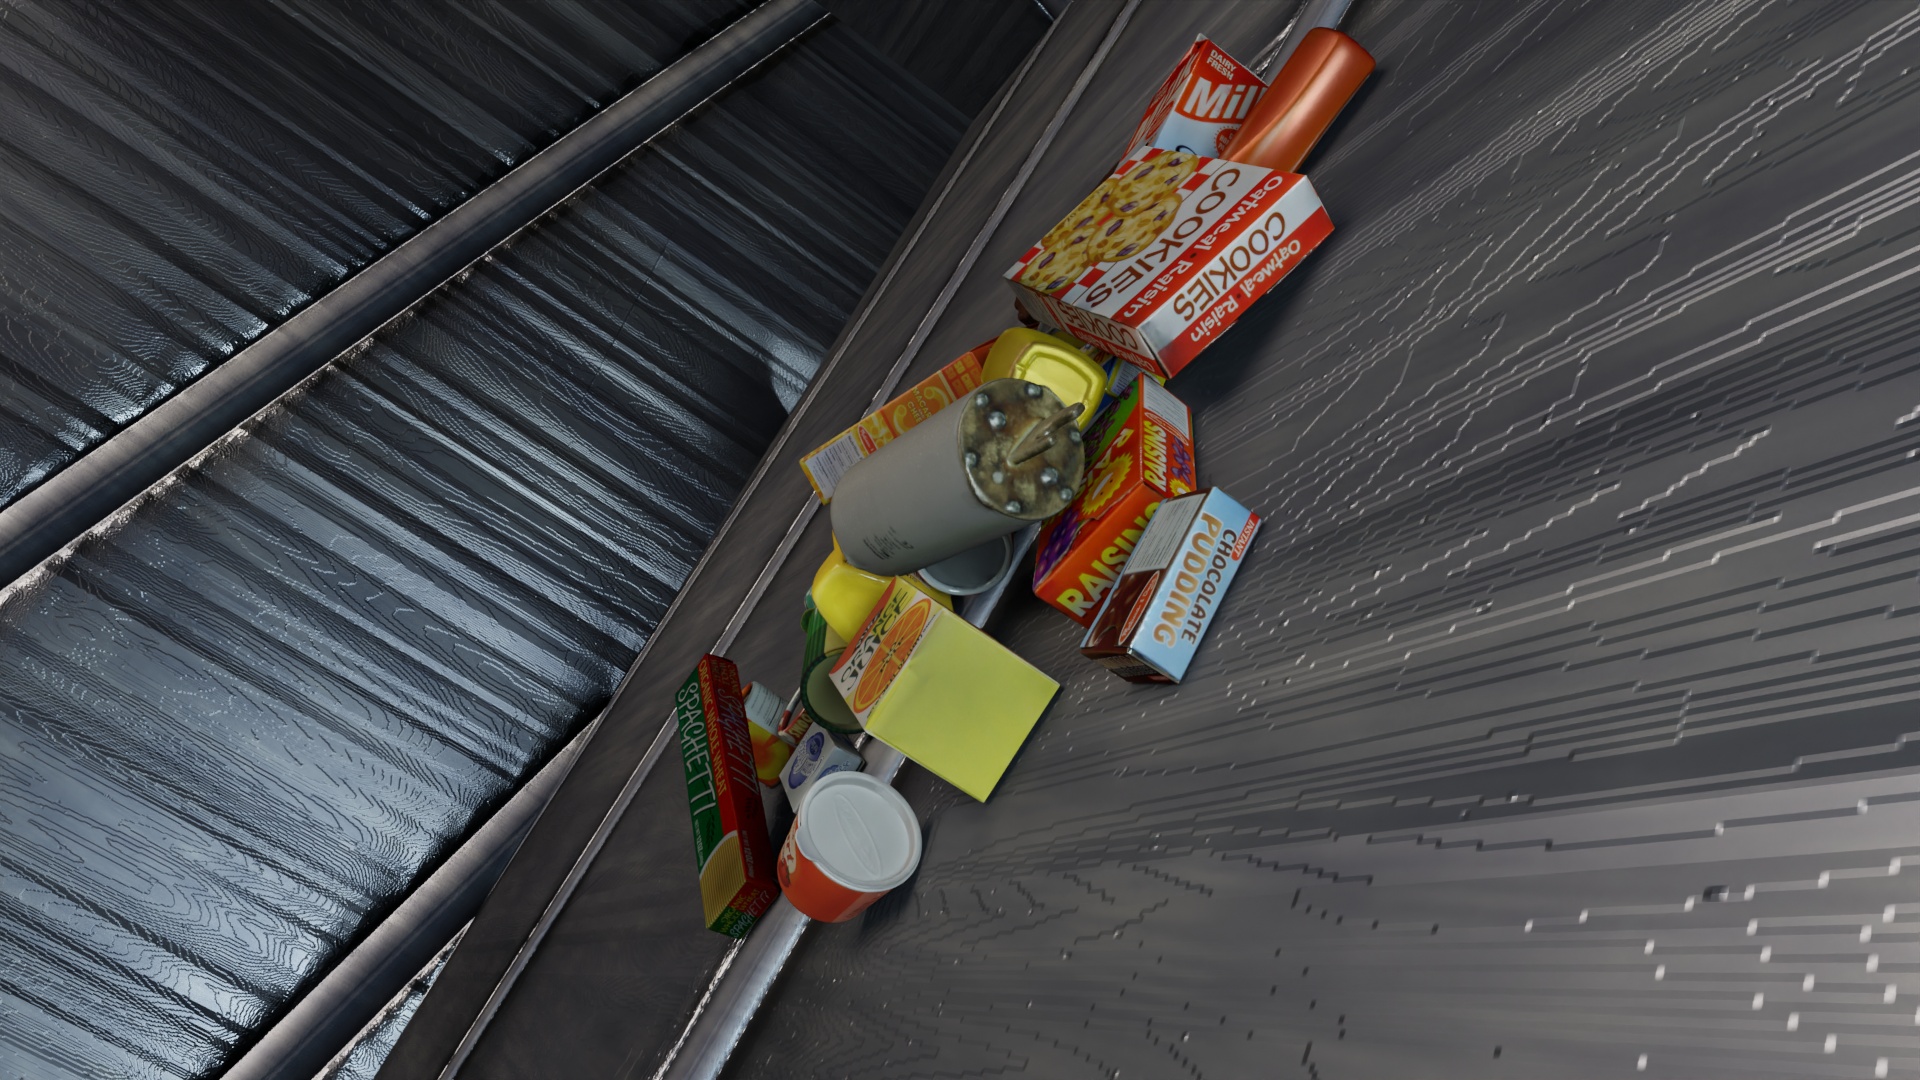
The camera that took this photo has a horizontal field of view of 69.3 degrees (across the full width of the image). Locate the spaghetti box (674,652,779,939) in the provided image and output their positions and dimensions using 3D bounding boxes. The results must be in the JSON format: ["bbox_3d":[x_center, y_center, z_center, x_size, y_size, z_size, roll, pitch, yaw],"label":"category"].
[{"bbox_3d":[-0.172,0.174,1.001,0.050,0.028,0.251,-51,32,18],"label":"spaghetti box"}]

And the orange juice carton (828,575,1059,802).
[{"bbox_3d":[-0.018,0.073,0.763,0.072,0.073,0.193,-57,12,-3],"label":"orange juice carton"}]

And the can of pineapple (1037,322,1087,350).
[{"bbox_3d":[0.094,-0.147,0.933,0.070,0.058,0.071,-52,14,18],"label":"can of pineapple"}]

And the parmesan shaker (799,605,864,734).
[{"bbox_3d":[-0.079,0.082,0.962,0.071,0.071,0.103,-53,14,14],"label":"parmesan shaker"}]

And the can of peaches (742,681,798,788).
[{"bbox_3d":[-0.159,0.155,1.102,0.071,0.058,0.071,-51,14,18],"label":"can of peaches"}]

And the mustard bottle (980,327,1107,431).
[{"bbox_3d":[0.043,-0.099,0.821,0.048,0.065,0.160,-61,11,8],"label":"mustard bottle"}]

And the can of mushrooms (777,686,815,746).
[{"bbox_3d":[-0.105,0.125,1.034,0.071,0.033,0.071,-51,13,17],"label":"can of mushrooms"}]

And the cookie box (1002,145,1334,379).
[{"bbox_3d":[0.112,-0.162,0.788,0.123,0.040,0.168,-43,31,-4],"label":"cookie box"}]

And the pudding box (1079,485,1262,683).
[{"bbox_3d":[0.090,0.020,0.600,0.084,0.030,0.049,-59,14,-15],"label":"pudding box"}]

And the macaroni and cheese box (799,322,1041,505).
[{"bbox_3d":[-0.016,-0.091,0.973,0.166,0.040,0.124,-29,2,34],"label":"macaroni and cheese box"}]

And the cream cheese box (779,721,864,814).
[{"bbox_3d":[-0.096,0.156,0.947,0.053,0.024,0.104,-58,13,-4],"label":"cream cheese box"}]

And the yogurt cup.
[{"bbox_3d":[-0.061,0.162,0.723,0.053,0.072,0.073,-56,10,40],"label":"yogurt cup"}]

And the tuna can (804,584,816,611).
[{"bbox_3d":[-0.086,0.050,1.071,0.032,0.071,0.071,-50,14,23],"label":"tuna can"}]

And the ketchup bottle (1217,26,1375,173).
[{"bbox_3d":[0.189,-0.241,0.853,0.148,0.043,0.065,-54,15,10],"label":"ketchup bottle"}]

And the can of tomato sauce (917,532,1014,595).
[{"bbox_3d":[0.003,-0.011,0.907,0.071,0.071,0.083,-49,17,26],"label":"can of tomato sauce"}]

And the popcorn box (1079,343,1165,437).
[{"bbox_3d":[0.081,-0.086,0.875,0.126,0.038,0.085,-38,23,51],"label":"popcorn box"}]

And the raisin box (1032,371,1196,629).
[{"bbox_3d":[0.081,-0.023,0.719,0.085,0.040,0.124,-48,16,29],"label":"raisin box"}]

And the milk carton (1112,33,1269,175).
[{"bbox_3d":[0.162,-0.272,0.963,0.073,0.072,0.191,-34,25,59],"label":"milk carton"}]
